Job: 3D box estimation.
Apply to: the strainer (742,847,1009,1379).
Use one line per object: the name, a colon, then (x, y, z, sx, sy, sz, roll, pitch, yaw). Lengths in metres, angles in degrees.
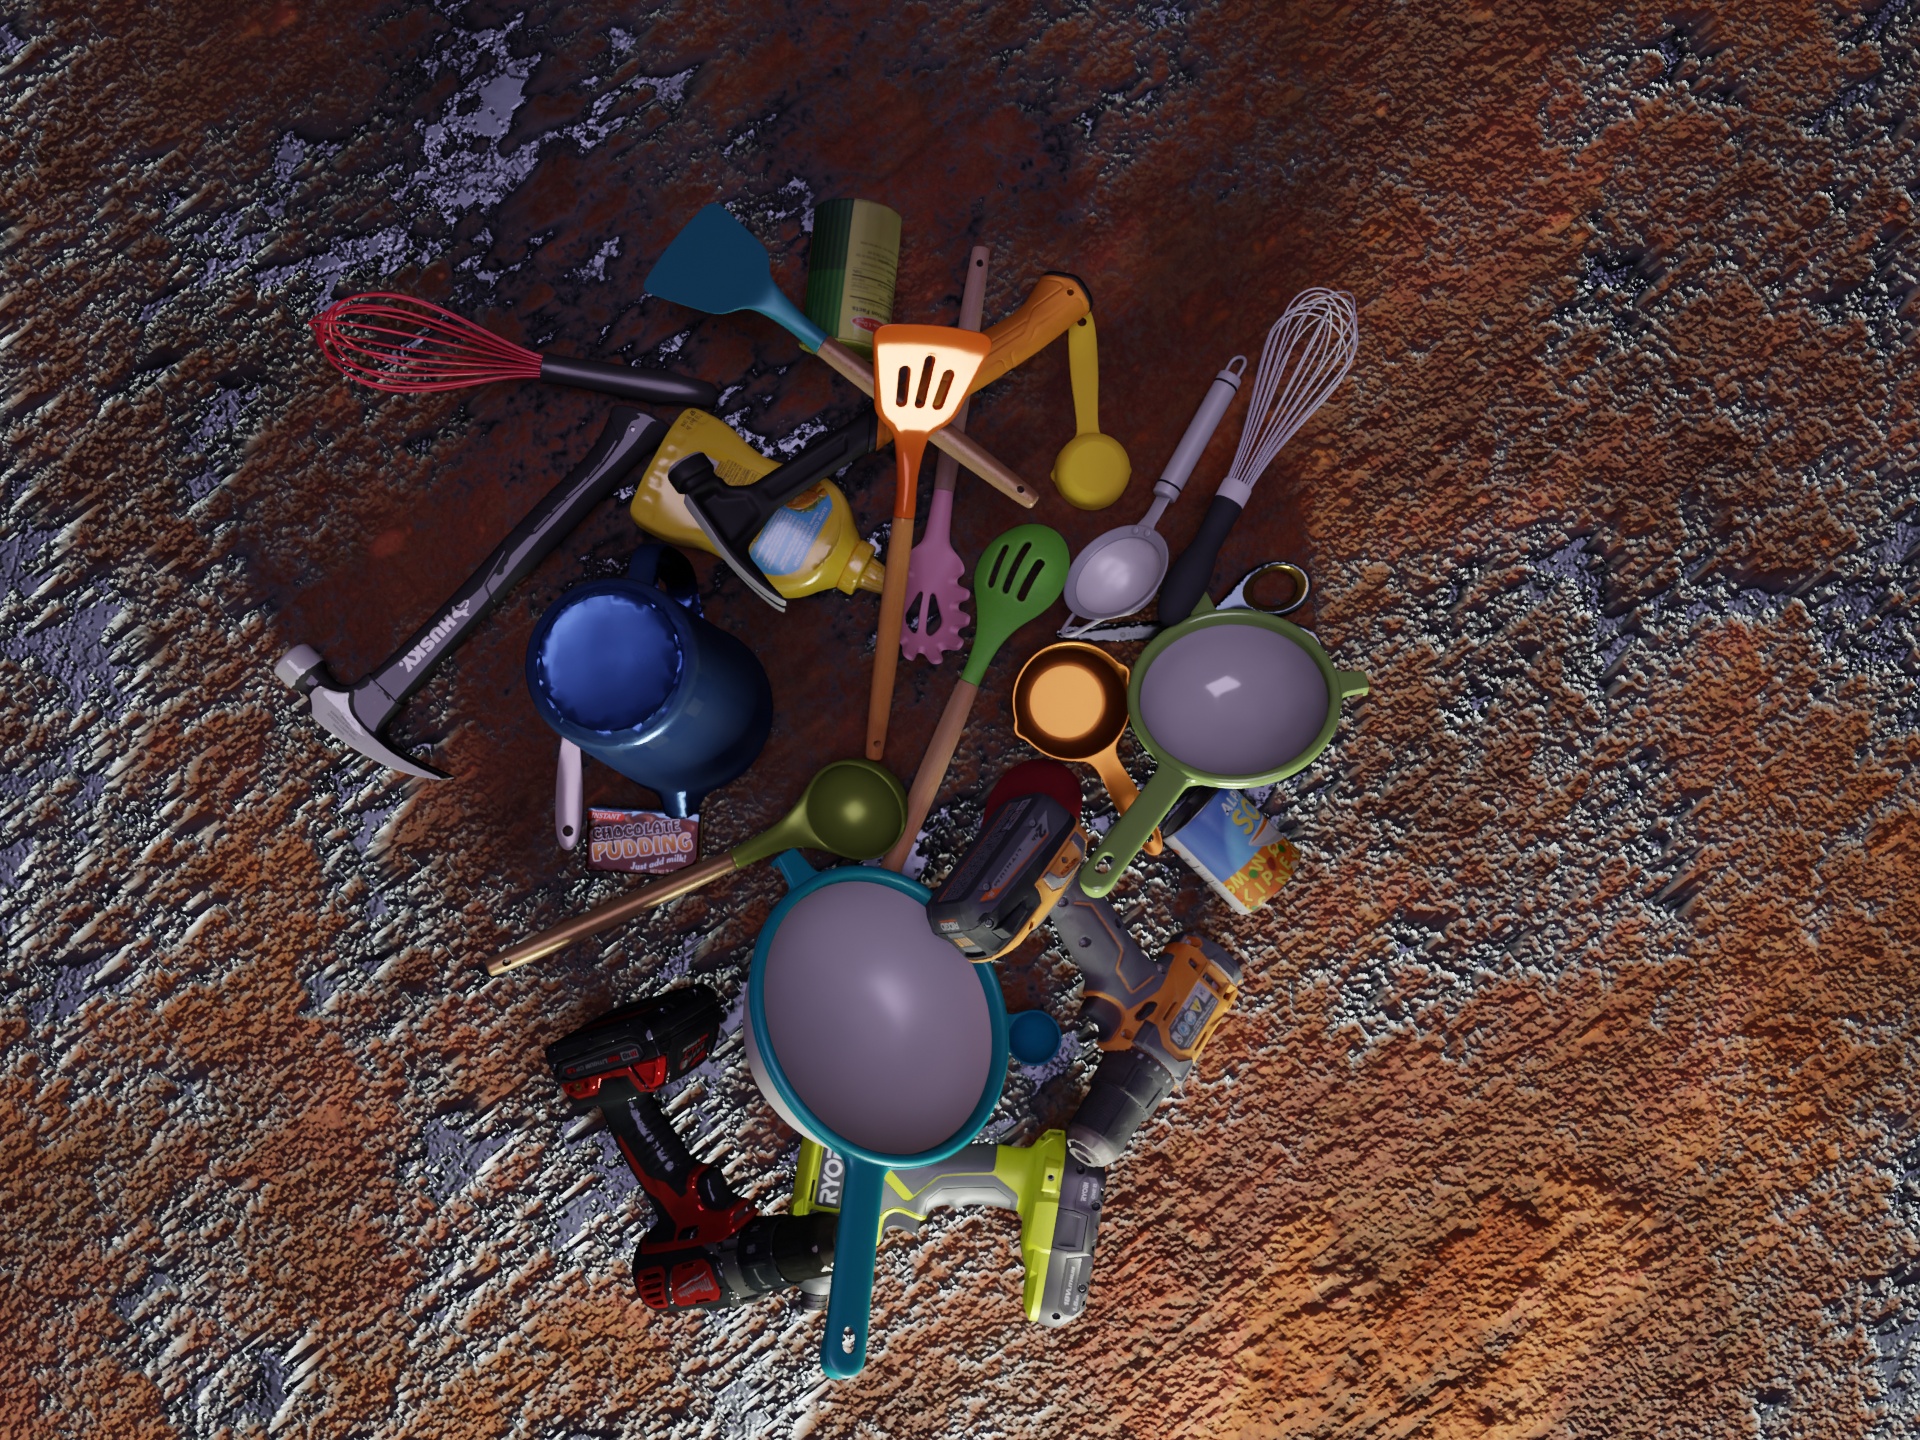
strainer: (-0.080, 0.269, 1.082, 0.210, 0.095, 0.341, 24, 54, -28)

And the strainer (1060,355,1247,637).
strainer: (0.152, -0.163, 1.190, 0.050, 0.087, 0.258, 36, 81, -45)

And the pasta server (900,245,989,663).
pasta server: (-0.007, -0.199, 1.186, 0.060, 0.040, 0.316, 9, 89, -10)

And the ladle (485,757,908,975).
ladle: (-0.187, 0.113, 1.143, 0.320, 0.062, 0.078, -24, 100, -13)

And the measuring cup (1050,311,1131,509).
measuring cup: (0.096, -0.237, 1.192, 0.062, 0.029, 0.156, -4, 92, -2)

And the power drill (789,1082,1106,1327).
power drill: (-0.014, 0.363, 1.172, 0.223, 0.080, 0.171, 10, 89, 2)

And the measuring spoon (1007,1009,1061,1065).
measuring spoon: (0.017, 0.219, 1.203, 0.128, 0.021, 0.042, 25, 90, 7)

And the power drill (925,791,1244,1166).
power drill: (0.081, 0.186, 1.132, 0.226, 0.084, 0.185, 44, 64, -13)

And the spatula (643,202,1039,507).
spatula: (-0.075, -0.248, 1.120, 0.317, 0.044, 0.082, 37, 83, -4)

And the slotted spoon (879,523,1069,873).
slotted spoon: (-0.002, -0.004, 1.190, 0.070, 0.031, 0.314, 24, 92, 21)

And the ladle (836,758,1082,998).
ladle: (-0.031, 0.146, 1.194, 0.315, 0.031, 0.069, -43, 92, 0)

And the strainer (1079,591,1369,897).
strainer: (0.166, 0.035, 1.135, 0.152, 0.069, 0.256, 30, 68, 25)

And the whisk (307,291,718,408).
whisk: (-0.325, -0.262, 1.165, 0.295, 0.073, 0.073, 9, 90, -7)

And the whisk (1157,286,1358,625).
whisk: (0.216, -0.194, 1.168, 0.070, 0.070, 0.284, 28, 84, -2)

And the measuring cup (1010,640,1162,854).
measuring cup: (0.101, 0.022, 1.185, 0.095, 0.052, 0.173, -30, 93, -2)

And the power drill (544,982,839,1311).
power drill: (-0.181, 0.308, 1.131, 0.188, 0.080, 0.226, -20, 92, 30)

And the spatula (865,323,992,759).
spatula: (-0.041, -0.117, 1.115, 0.081, 0.041, 0.322, 2, 112, -15)

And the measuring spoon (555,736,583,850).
measuring spoon: (-0.292, 0.036, 1.186, 0.034, 0.018, 0.124, 1, 91, -2)

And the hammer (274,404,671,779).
hammer: (-0.337, -0.104, 1.176, 0.146, 0.035, 0.335, 44, 89, -1)

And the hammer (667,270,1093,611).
hammer: (-0.038, -0.218, 1.148, 0.337, 0.034, 0.127, -36, 86, -12)
